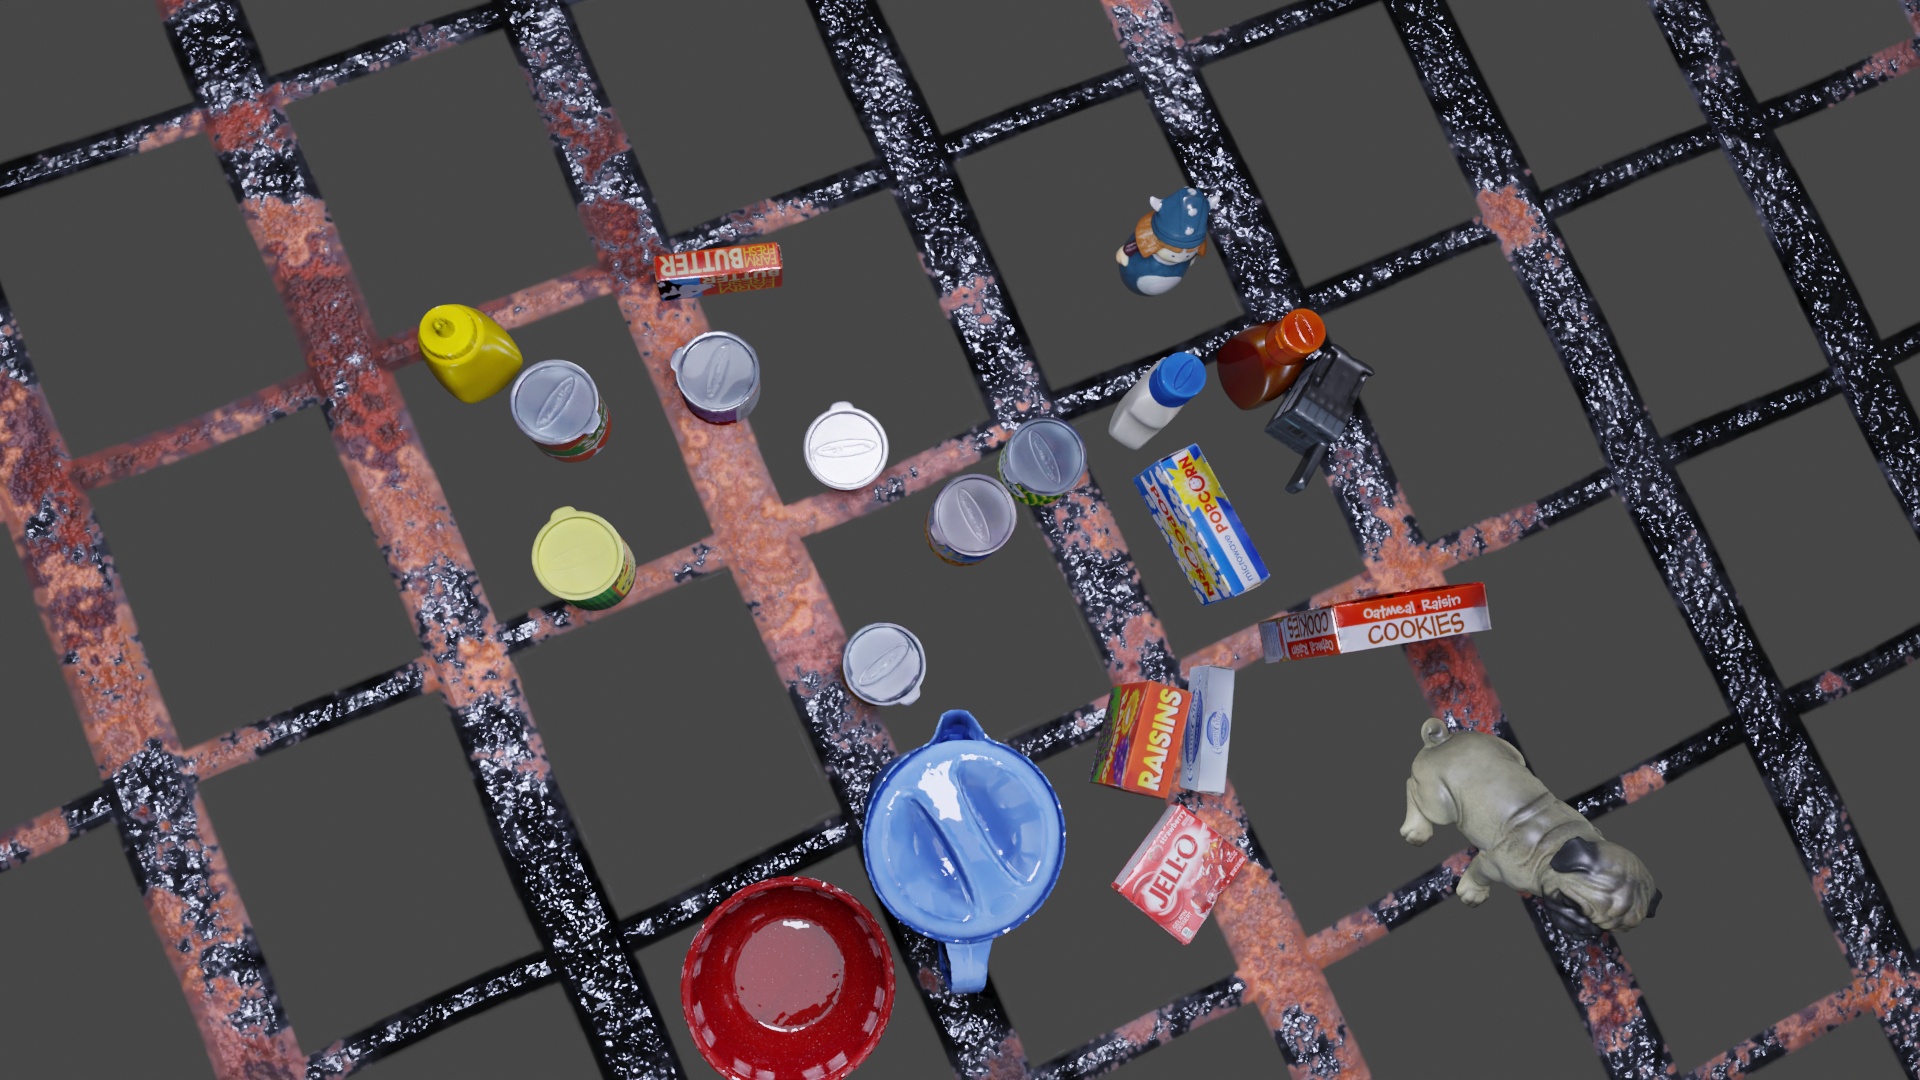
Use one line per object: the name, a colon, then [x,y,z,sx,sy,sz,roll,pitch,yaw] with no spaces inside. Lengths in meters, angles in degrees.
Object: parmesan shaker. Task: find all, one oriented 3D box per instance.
parmesan shaker: [-0.290,0.015,1.078,0.071,0.103,0.071,1,82,-7]

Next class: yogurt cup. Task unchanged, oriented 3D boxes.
yogurt cup: [-0.095,-0.071,1.140,0.072,0.054,0.072,1,82,-7]

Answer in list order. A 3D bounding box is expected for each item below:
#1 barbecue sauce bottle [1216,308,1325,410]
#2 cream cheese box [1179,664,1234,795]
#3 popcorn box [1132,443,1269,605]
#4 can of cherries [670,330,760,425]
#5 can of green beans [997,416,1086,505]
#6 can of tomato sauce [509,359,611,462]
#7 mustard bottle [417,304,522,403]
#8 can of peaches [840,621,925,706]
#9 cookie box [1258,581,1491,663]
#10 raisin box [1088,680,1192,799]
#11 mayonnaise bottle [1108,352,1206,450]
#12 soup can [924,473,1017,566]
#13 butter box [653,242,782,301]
barbecue sauce bottle: [0.256,-0.153,1.148,0.044,0.148,0.065,-21,86,-9]
cream cheese box: [0.203,0.156,1.145,0.024,0.053,0.104,8,81,-6]
popcorn box: [0.198,-0.011,1.152,0.038,0.085,0.126,-28,86,-10]
can of cherries: [-0.199,-0.133,1.133,0.071,0.058,0.071,1,82,-7]
can of green beans: [0.067,-0.065,1.157,0.071,0.057,0.071,1,82,-7]
can of tomato sauce: [-0.313,-0.100,1.102,0.071,0.083,0.071,1,82,-7]
mustard bottle: [-0.380,-0.149,1.061,0.065,0.160,0.049,-41,89,-10]
can of peaches: [-0.062,0.102,1.117,0.071,0.058,0.071,1,82,-7]
cookie box: [0.327,0.067,1.115,0.123,0.167,0.040,-9,84,-8]
raisin box: [0.141,0.157,1.101,0.040,0.123,0.086,17,81,-4]
mayonnaise bottle: [0.162,-0.117,1.131,0.041,0.148,0.065,33,80,-2]
soup can: [0.004,-0.014,1.129,0.071,0.083,0.071,1,82,-7]
butter box: [-0.199,-0.222,1.149,0.104,0.053,0.024,-9,84,-8]
